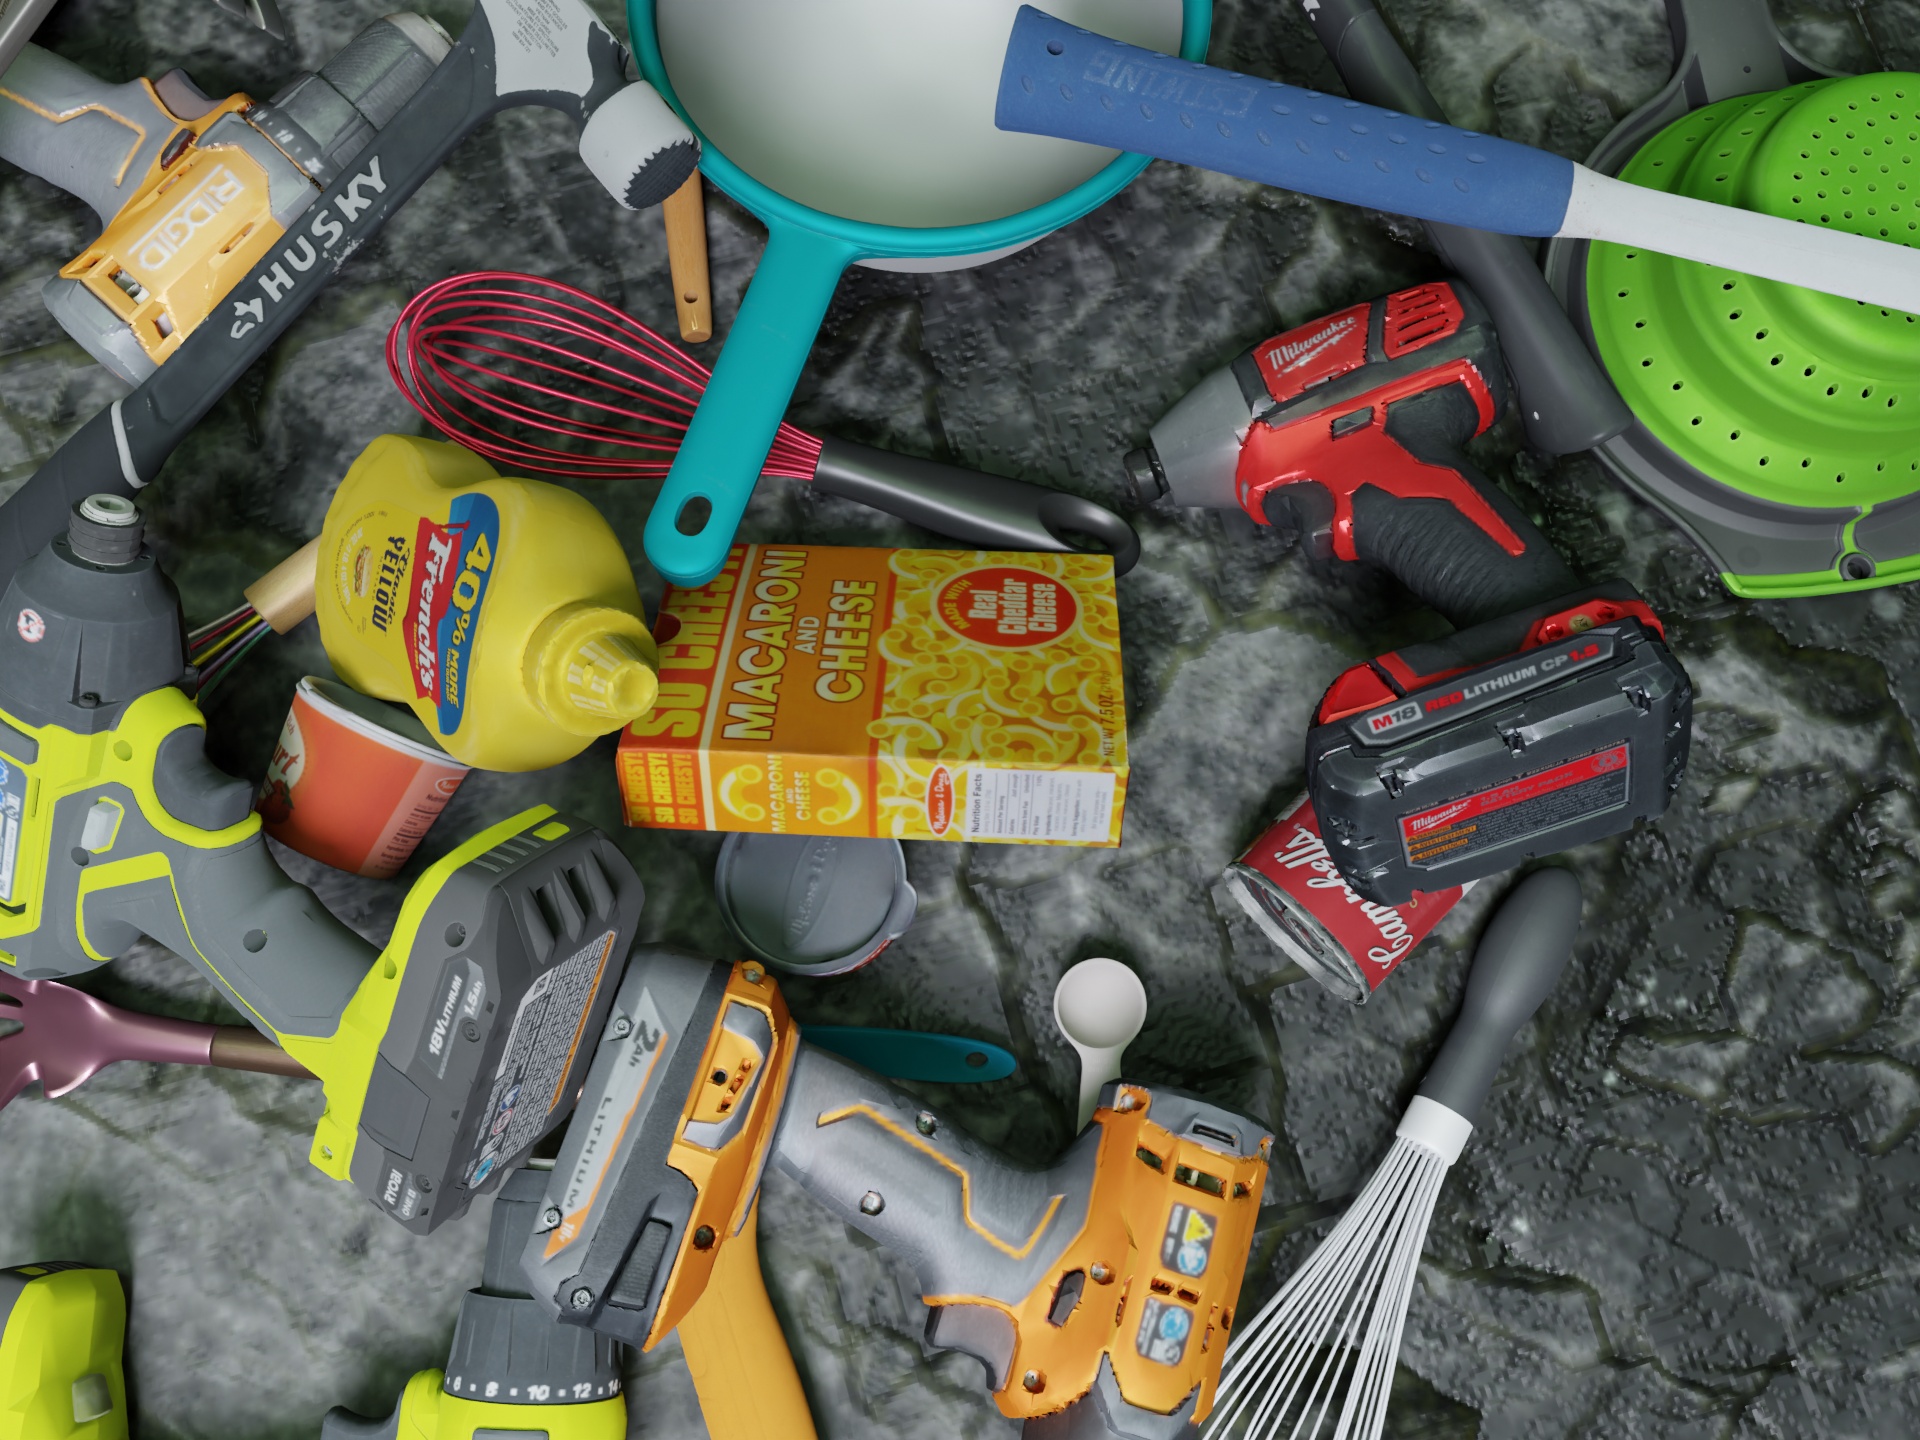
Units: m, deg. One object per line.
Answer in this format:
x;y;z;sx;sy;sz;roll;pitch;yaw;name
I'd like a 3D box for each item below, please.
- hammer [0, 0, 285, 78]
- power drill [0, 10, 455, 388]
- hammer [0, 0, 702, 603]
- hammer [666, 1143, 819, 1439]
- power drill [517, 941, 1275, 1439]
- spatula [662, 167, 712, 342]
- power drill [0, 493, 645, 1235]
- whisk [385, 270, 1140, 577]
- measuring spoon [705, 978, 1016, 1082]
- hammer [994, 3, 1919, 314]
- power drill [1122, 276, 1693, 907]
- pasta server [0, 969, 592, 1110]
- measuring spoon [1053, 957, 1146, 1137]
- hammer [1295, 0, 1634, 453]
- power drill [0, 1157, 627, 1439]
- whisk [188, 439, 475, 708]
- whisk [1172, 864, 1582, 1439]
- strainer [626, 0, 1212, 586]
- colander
-0.388;-0.166;0.560;0.359;0.036;0.149;-43;78;15;hammer
-0.325;-0.258;0.623;0.226;0.084;0.185;43;83;2;power drill
-0.283;-0.116;0.561;0.409;0.036;0.149;-41;86;10;hammer
-0.055;0.308;0.543;0.127;0.034;0.337;-18;80;-4;hammer
-0.021;0.176;0.515;0.226;0.084;0.164;19;71;-6;power drill
-0.126;-0.312;0.651;0.081;0.041;0.323;-7;81;-2;spatula
-0.221;0.044;0.506;0.223;0.080;0.171;29;116;12;power drill
-0.073;-0.104;0.608;0.296;0.073;0.073;16;80;-4;whisk
-0.043;0.115;0.587;0.128;0.021;0.042;8;115;-7;measuring spoon
0.211;-0.166;0.530;0.405;0.035;0.144;14;82;1;hammer
0.145;-0.055;0.552;0.143;0.078;0.220;-20;52;9;power drill
-0.243;0.123;0.572;0.316;0.040;0.060;6;102;1;pasta server
0.051;0.149;0.584;0.034;0.018;0.124;0;86;-5;measuring spoon
0.159;-0.250;0.604;0.035;0.146;0.335;-30;88;-7;hammer
-0.226;0.243;0.534;0.228;0.080;0.191;3;75;-2;power drill
-0.280;-0.025;0.599;0.245;0.047;0.051;-40;80;-10;whisk
0.151;0.172;0.558;0.070;0.070;0.285;30;76;5;whisk
-0.037;-0.194;0.597;0.211;0.095;0.340;20;77;3;strainer
0.321;-0.251;0.613;0.204;0.094;0.397;-9;80;-2;colander
